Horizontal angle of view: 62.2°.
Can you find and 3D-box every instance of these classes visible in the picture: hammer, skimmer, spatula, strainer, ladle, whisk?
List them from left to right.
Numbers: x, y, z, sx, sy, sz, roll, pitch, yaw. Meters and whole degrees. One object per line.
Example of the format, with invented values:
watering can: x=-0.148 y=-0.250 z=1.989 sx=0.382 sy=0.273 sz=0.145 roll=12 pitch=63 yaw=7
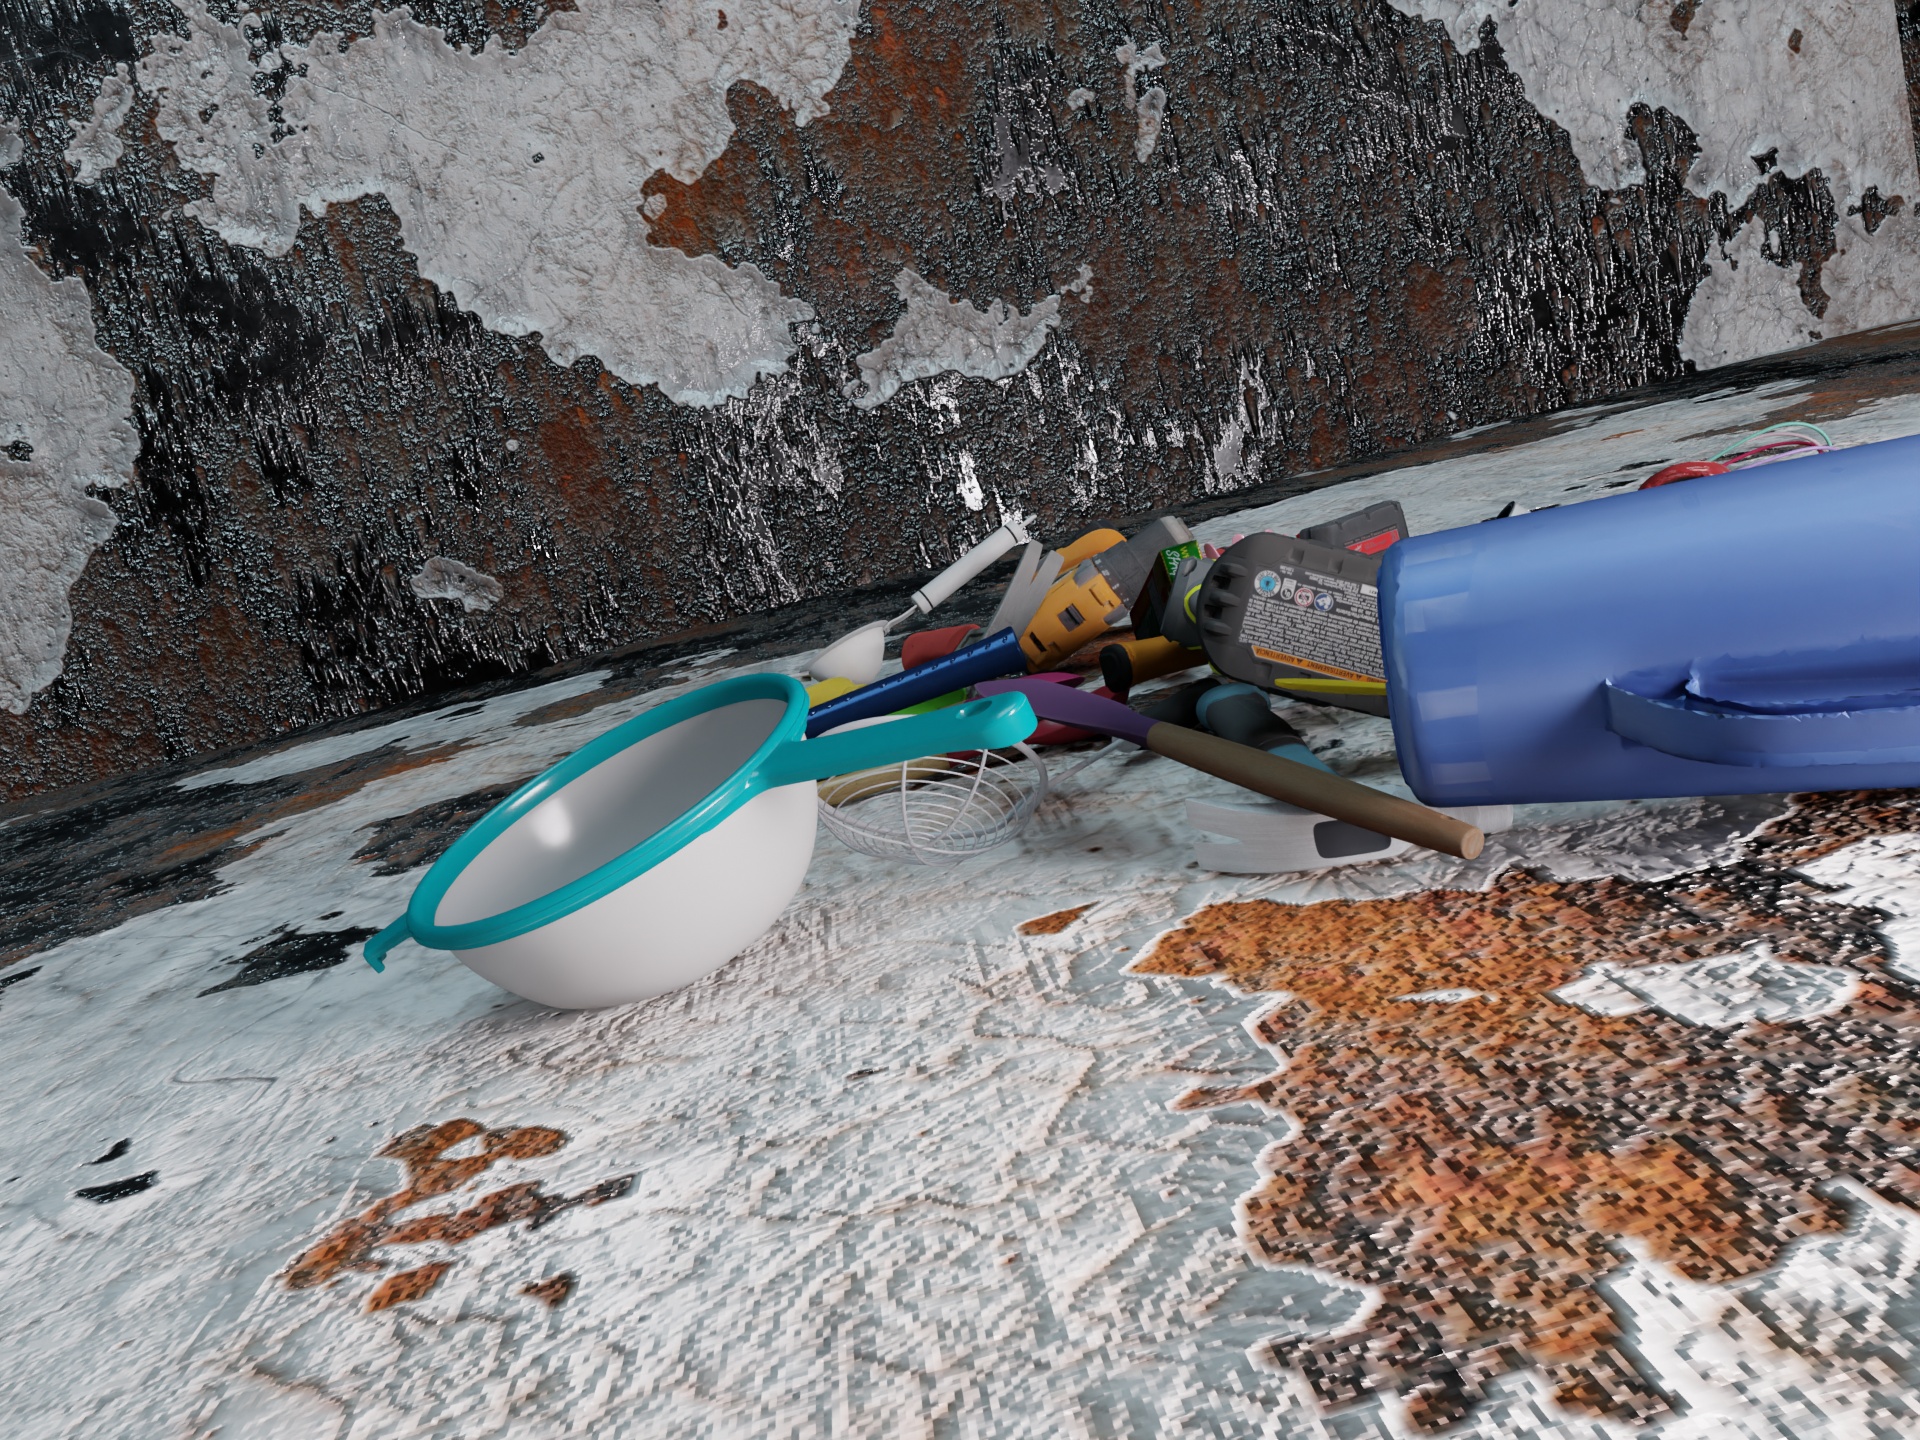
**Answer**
strainer: x=-0.095 y=0.059 z=0.720 sx=0.340 sy=0.095 sz=0.211 roll=-13 pitch=24 yaw=35
hammer: x=-0.146 y=0.020 z=1.141 sx=0.405 sy=0.035 sz=0.144 roll=-21 pitch=10 yaw=-2
ladle: x=-0.034 y=0.032 z=1.056 sx=0.315 sy=0.031 sz=0.069 roll=-17 pitch=6 yaw=-4
strainer: x=-0.037 y=-0.091 z=1.312 sx=0.258 sy=0.050 sz=0.087 roll=-38 pitch=-7 yaw=-6
hammer: x=0.001 y=-0.075 z=1.406 sx=0.036 sy=0.149 sz=0.359 roll=29 pitch=-4 yaw=-11
skimmer: x=0.055 y=0.000 z=0.910 sx=0.127 sy=0.090 sz=0.363 roll=-27 pitch=-1 yaw=39
spatula: x=0.104 y=0.013 z=0.717 sx=0.059 sy=0.018 sz=0.316 roll=-6 pitch=15 yaw=-33
hammer: x=0.166 y=0.019 z=0.819 sx=0.128 sy=0.033 sz=0.331 roll=-13 pitch=9 yaw=2
hammer: x=0.244 y=-0.069 z=1.082 sx=0.337 sy=0.034 sz=0.127 roll=-14 pitch=-1 yaw=-26
whisk: x=0.402 y=-0.119 z=0.958 sx=0.245 sy=0.051 sz=0.047 roll=-19 pitch=28 yaw=22

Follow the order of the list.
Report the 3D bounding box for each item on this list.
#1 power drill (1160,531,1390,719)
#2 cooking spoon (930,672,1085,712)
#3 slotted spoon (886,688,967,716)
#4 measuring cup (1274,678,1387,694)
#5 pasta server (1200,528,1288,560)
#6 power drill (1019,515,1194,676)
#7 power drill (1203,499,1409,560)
power drill: x=0.205 y=-0.051 z=0.902 sx=0.171 sy=0.080 sz=0.223 roll=15 pitch=5 yaw=5
cooking spoon: x=-0.002 y=-0.003 z=1.006 sx=0.068 sy=0.017 sz=0.319 roll=-13 pitch=-3 yaw=-20
slotted spoon: x=-0.140 y=0.031 z=1.206 sx=0.314 sy=0.031 sz=0.070 roll=-15 pitch=33 yaw=10
measuring cup: x=0.212 y=-0.001 z=0.736 sx=0.156 sy=0.029 sz=0.062 roll=4 pitch=8 yaw=-20
pasta server: x=0.265 y=-0.105 z=1.170 sx=0.060 sy=0.040 sz=0.316 roll=-13 pitch=-6 yaw=35
power drill: x=0.125 y=-0.127 z=1.435 sx=0.185 sy=0.084 sz=0.226 roll=-37 pitch=7 yaw=12
power drill: x=0.272 y=-0.127 z=1.385 sx=0.143 sy=0.078 sz=0.220 roll=-21 pitch=9 yaw=-34
